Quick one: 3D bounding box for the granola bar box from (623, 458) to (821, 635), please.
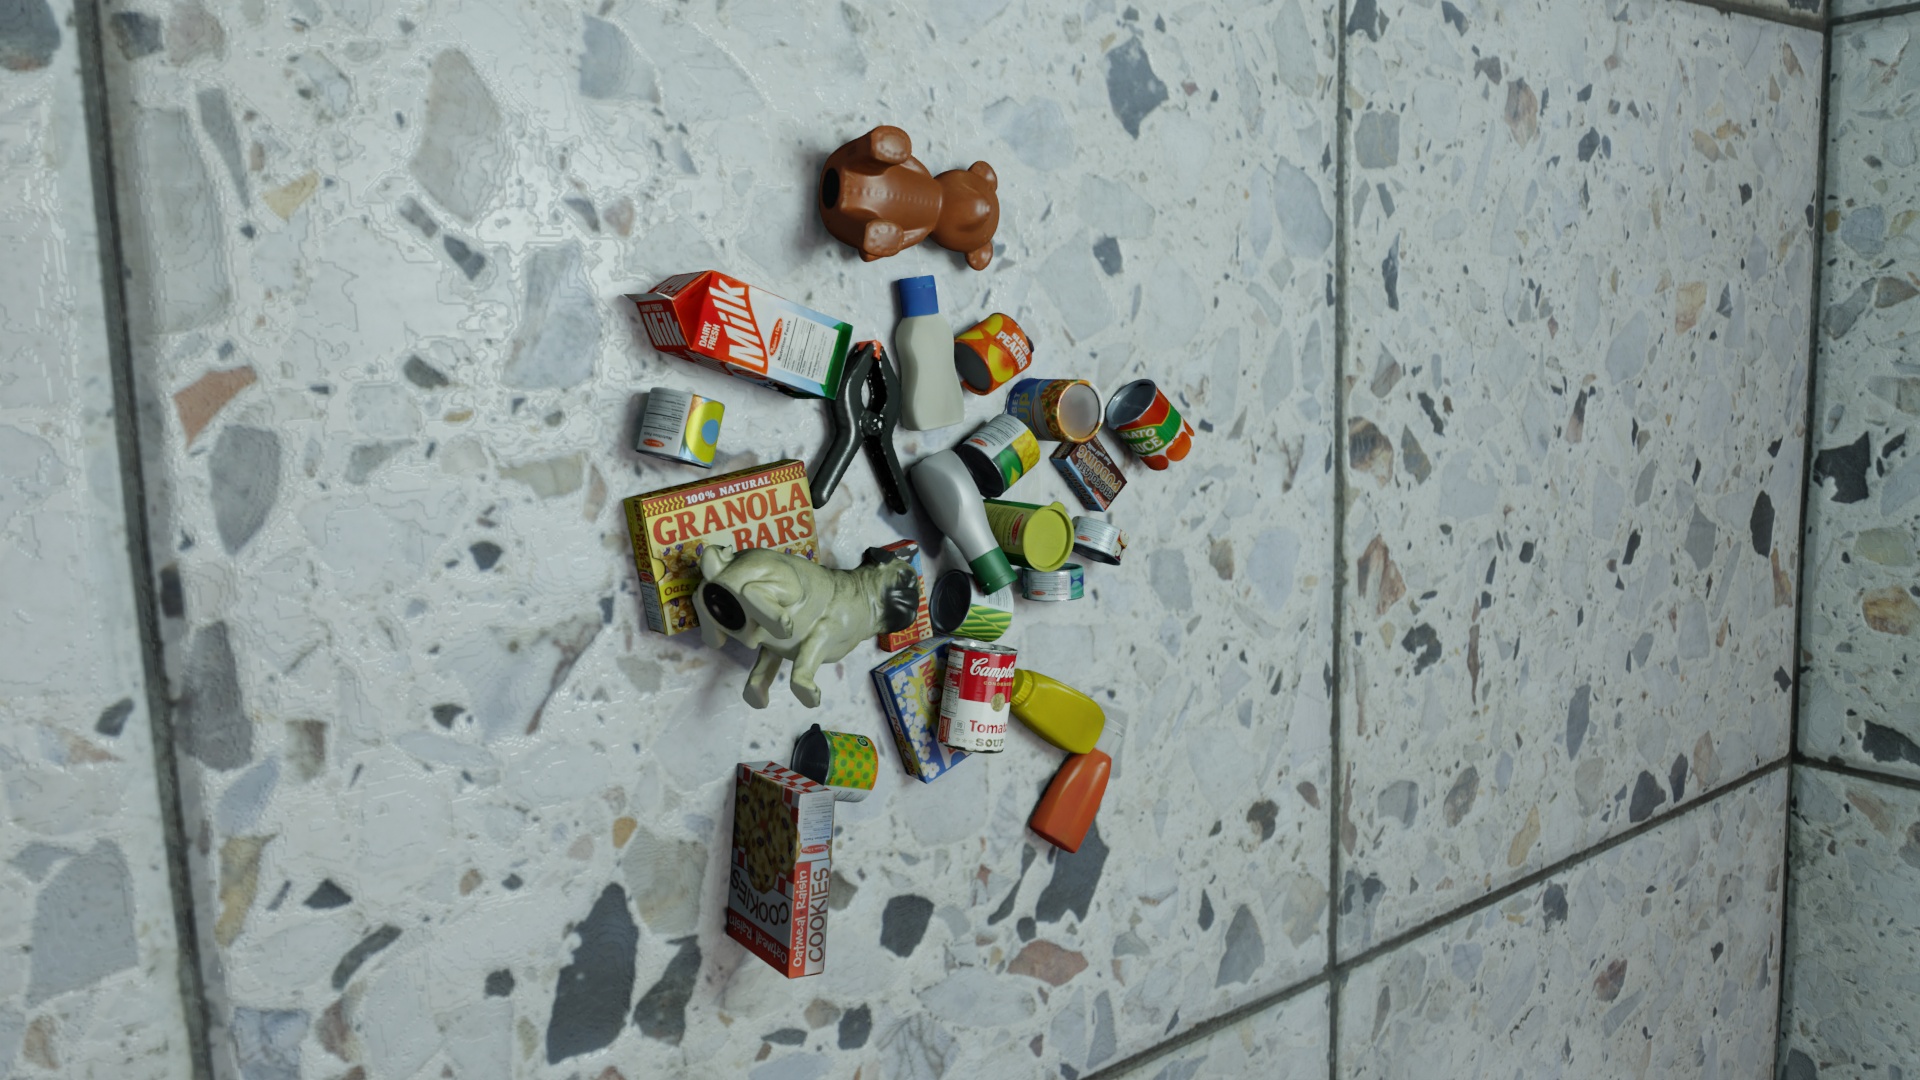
[{"bbox_3d":[-0.209,0.004,1.254,0.166,0.039,0.124,-17,105,-34],"label":"granola bar box"}]

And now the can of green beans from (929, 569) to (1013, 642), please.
[{"bbox_3d":[0.011,0.067,1.408,0.058,0.071,0.071,16,86,-37],"label":"can of green beans"}]

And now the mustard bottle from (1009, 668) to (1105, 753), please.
[{"bbox_3d":[0.087,0.174,1.487,0.160,0.049,0.065,36,75,-33],"label":"mustard bottle"}]

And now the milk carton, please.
[{"bbox_3d":[-0.197,-0.185,1.222,0.190,0.072,0.073,17,85,-38],"label":"milk carton"}]

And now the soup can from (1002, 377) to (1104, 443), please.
[{"bbox_3d":[0.096,-0.134,1.437,0.071,0.084,0.071,-5,99,-36],"label":"soup can"}]

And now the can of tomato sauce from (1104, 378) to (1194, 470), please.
[{"bbox_3d":[0.209,-0.125,1.532,0.083,0.071,0.071,44,70,-32],"label":"can of tomato sauce"}]

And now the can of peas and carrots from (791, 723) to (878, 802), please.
[{"bbox_3d":[-0.120,0.213,1.328,0.059,0.071,0.071,14,87,-37],"label":"can of peas and carrots"}]

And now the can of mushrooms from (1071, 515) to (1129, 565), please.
[{"bbox_3d":[0.147,0.001,1.503,0.071,0.071,0.033,27,79,-35],"label":"can of mushrooms"}]

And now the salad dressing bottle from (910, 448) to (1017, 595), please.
[{"bbox_3d":[0.005,-0.017,1.373,0.044,0.064,0.147,-27,87,-39],"label":"salad dressing bottle"}]

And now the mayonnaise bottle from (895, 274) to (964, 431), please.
[{"bbox_3d":[-0.034,-0.184,1.363,0.065,0.041,0.147,-15,103,-36],"label":"mayonnaise bottle"}]

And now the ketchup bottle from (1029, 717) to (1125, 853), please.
[{"bbox_3d":[0.135,0.267,1.535,0.064,0.043,0.149,40,72,-34],"label":"ketchup bottle"}]

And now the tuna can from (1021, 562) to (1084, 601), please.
[{"bbox_3d":[0.098,0.043,1.472,0.071,0.071,0.032,-7,99,-36],"label":"tuna can"}]

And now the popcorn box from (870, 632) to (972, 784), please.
[{"bbox_3d":[-0.031,0.168,1.405,0.085,0.038,0.126,-30,111,-32],"label":"popcorn box"}]

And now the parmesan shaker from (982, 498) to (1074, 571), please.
[{"bbox_3d":[0.058,-0.010,1.411,0.071,0.103,0.071,-5,99,-36],"label":"parmesan shaker"}]

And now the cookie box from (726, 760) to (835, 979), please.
[{"bbox_3d":[-0.164,0.297,1.268,0.040,0.123,0.167,2,94,-36],"label":"cookie box"}]

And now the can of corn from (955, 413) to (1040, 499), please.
[{"bbox_3d":[0.039,-0.085,1.413,0.058,0.071,0.071,-41,117,-26],"label":"can of corn"}]

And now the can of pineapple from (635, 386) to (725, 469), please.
[{"bbox_3d":[-0.241,-0.097,1.204,0.071,0.071,0.058,15,87,-37],"label":"can of pineapple"}]

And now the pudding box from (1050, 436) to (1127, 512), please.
[{"bbox_3d":[0.139,-0.076,1.509,0.050,0.030,0.083,-50,120,-20],"label":"pudding box"}]

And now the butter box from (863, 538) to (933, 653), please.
[{"bbox_3d":[-0.061,0.055,1.378,0.053,0.024,0.103,-18,105,-35],"label":"butter box"}]

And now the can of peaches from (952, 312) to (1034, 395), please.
[{"bbox_3d":[0.030,-0.186,1.391,0.058,0.071,0.071,-36,115,-27],"label":"can of peaches"}]
